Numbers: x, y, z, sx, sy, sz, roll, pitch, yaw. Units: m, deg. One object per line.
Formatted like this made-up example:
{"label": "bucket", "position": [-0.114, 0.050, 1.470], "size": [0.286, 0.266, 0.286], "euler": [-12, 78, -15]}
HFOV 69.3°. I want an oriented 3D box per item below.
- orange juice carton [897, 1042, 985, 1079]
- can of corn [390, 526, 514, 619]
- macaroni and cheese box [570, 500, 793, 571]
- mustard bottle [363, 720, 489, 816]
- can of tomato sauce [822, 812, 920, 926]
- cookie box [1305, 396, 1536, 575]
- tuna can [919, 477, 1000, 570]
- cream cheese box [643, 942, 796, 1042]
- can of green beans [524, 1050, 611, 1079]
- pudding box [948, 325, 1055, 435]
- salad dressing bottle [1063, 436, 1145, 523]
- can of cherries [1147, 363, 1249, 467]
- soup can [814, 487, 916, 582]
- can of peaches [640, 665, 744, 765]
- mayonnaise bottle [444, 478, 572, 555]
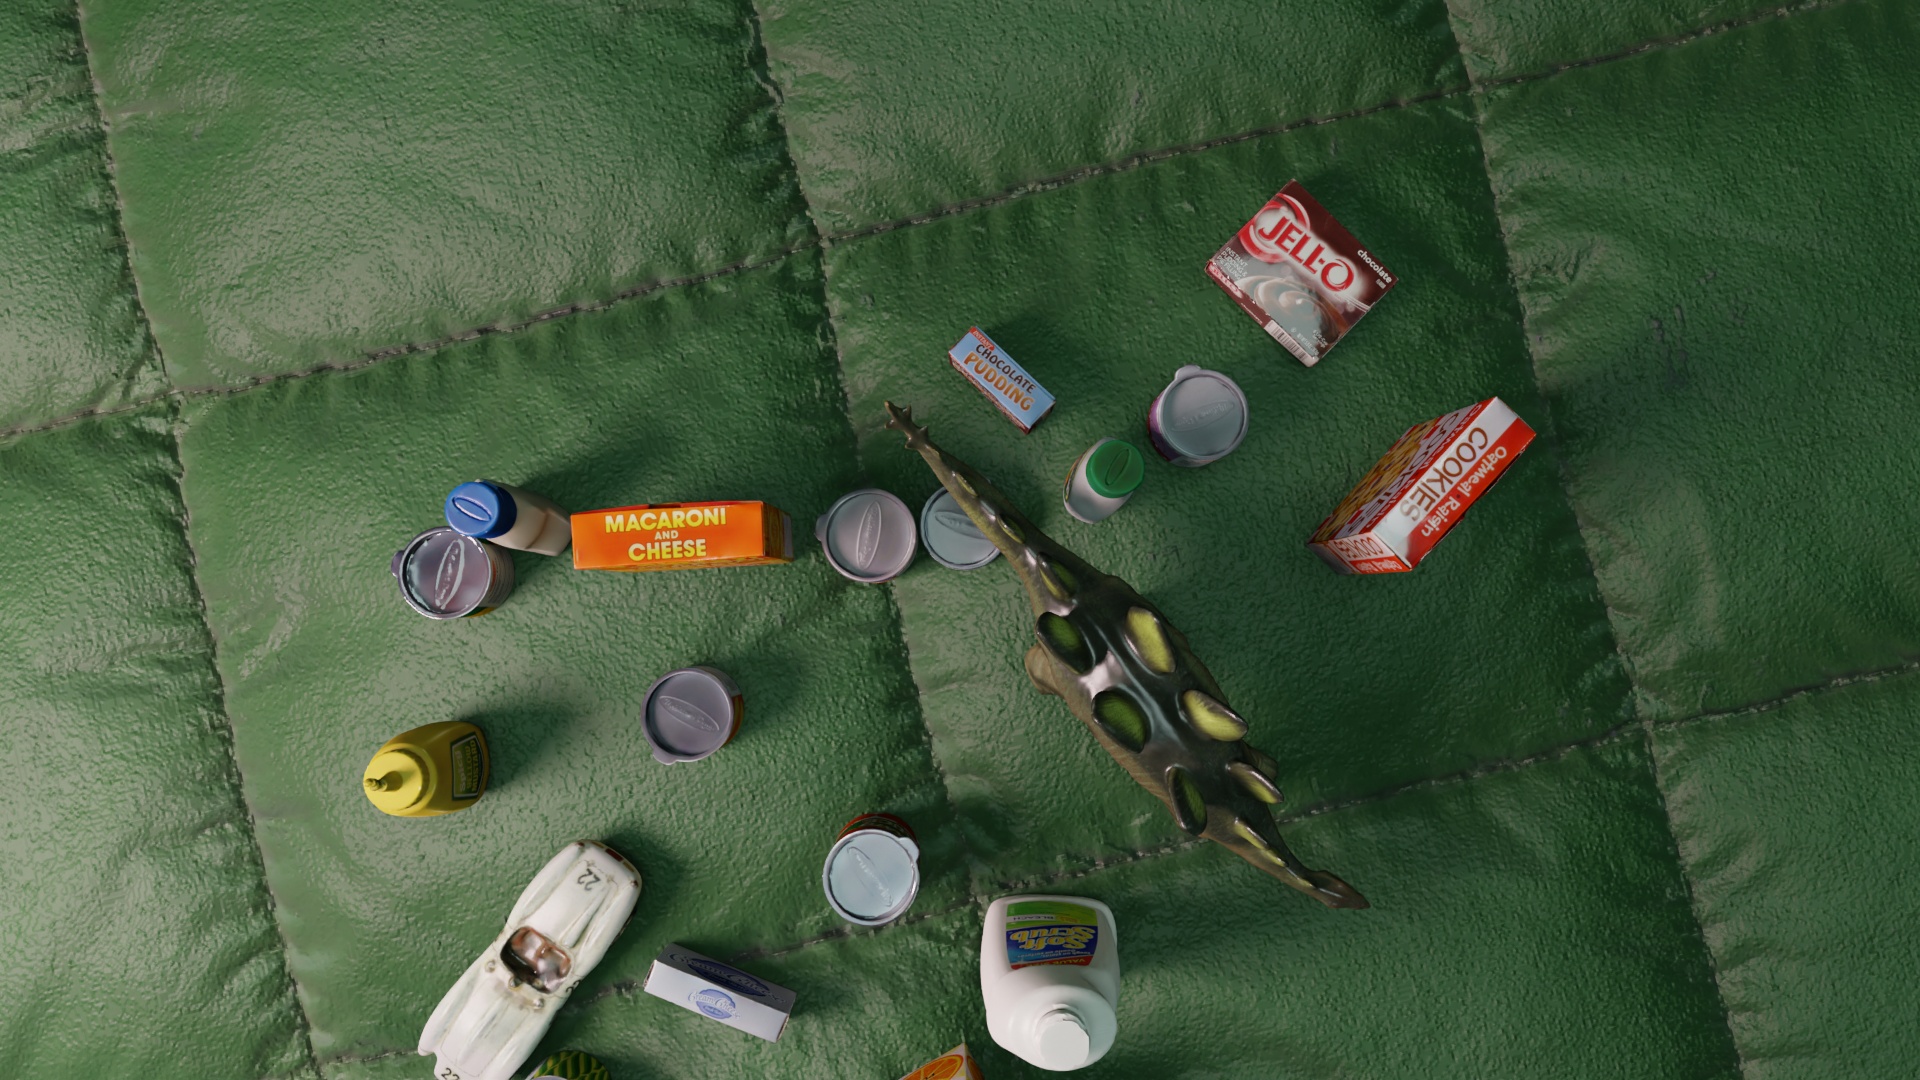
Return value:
{"label": "orange juice carton", "position": [-0.010, 0.413, 0.927], "size": [0.073, 0.192, 0.072], "euler": [-29, 88, -2]}
{"label": "can of corn", "position": [-0.368, 0.023, 1.010], "size": [0.071, 0.058, 0.071], "euler": [0, 87, -1]}
{"label": "macaroni and cheese box", "position": [-0.187, -0.002, 0.960], "size": [0.124, 0.166, 0.040], "euler": [-4, 88, -1]}
{"label": "mustard bottle", "position": [-0.369, 0.160, 0.951], "size": [0.049, 0.160, 0.065], "euler": [-4, 87, -1]}
{"label": "can of tomato sauce", "position": [-0.060, 0.231, 0.991], "size": [0.071, 0.083, 0.071], "euler": [0, 87, -1]}
{"label": "cookie box", "position": [0.316, -0.033, 0.970], "size": [0.040, 0.167, 0.123], "euler": [43, 87, 1]}
{"label": "tuna can", "position": [0.004, -0.013, 1.031], "size": [0.071, 0.033, 0.071], "euler": [0, 87, -1]}
{"label": "cream cheese box", "position": [-0.172, 0.324, 0.999], "size": [0.104, 0.053, 0.024], "euler": [22, 87, 0]}
{"label": "can of green beans", "position": [-0.286, 0.406, 0.990], "size": [0.071, 0.058, 0.071], "euler": [0, 87, -1]}
{"label": "pudding box", "position": [0.031, -0.118, 1.029], "size": [0.084, 0.049, 0.030], "euler": [43, 87, 1]}
{"label": "salad dressing bottle", "position": [0.102, -0.045, 0.977], "size": [0.044, 0.147, 0.064], "euler": [30, 87, 1]}
{"label": "can of cherries", "position": [0.174, -0.092, 1.026], "size": [0.071, 0.058, 0.071], "euler": [0, 87, -1]}
{"label": "soup can", "position": [-0.067, -0.003, 1.004], "size": [0.071, 0.083, 0.071], "euler": [0, 87, -1]}
{"label": "can of peaches", "position": [-0.195, 0.126, 1.007], "size": [0.071, 0.058, 0.071], "euler": [0, 87, -1]}
{"label": "mayonnaise bottle", "position": [-0.317, -0.017, 0.968], "size": [0.065, 0.148, 0.041], "euler": [28, 87, 0]}
